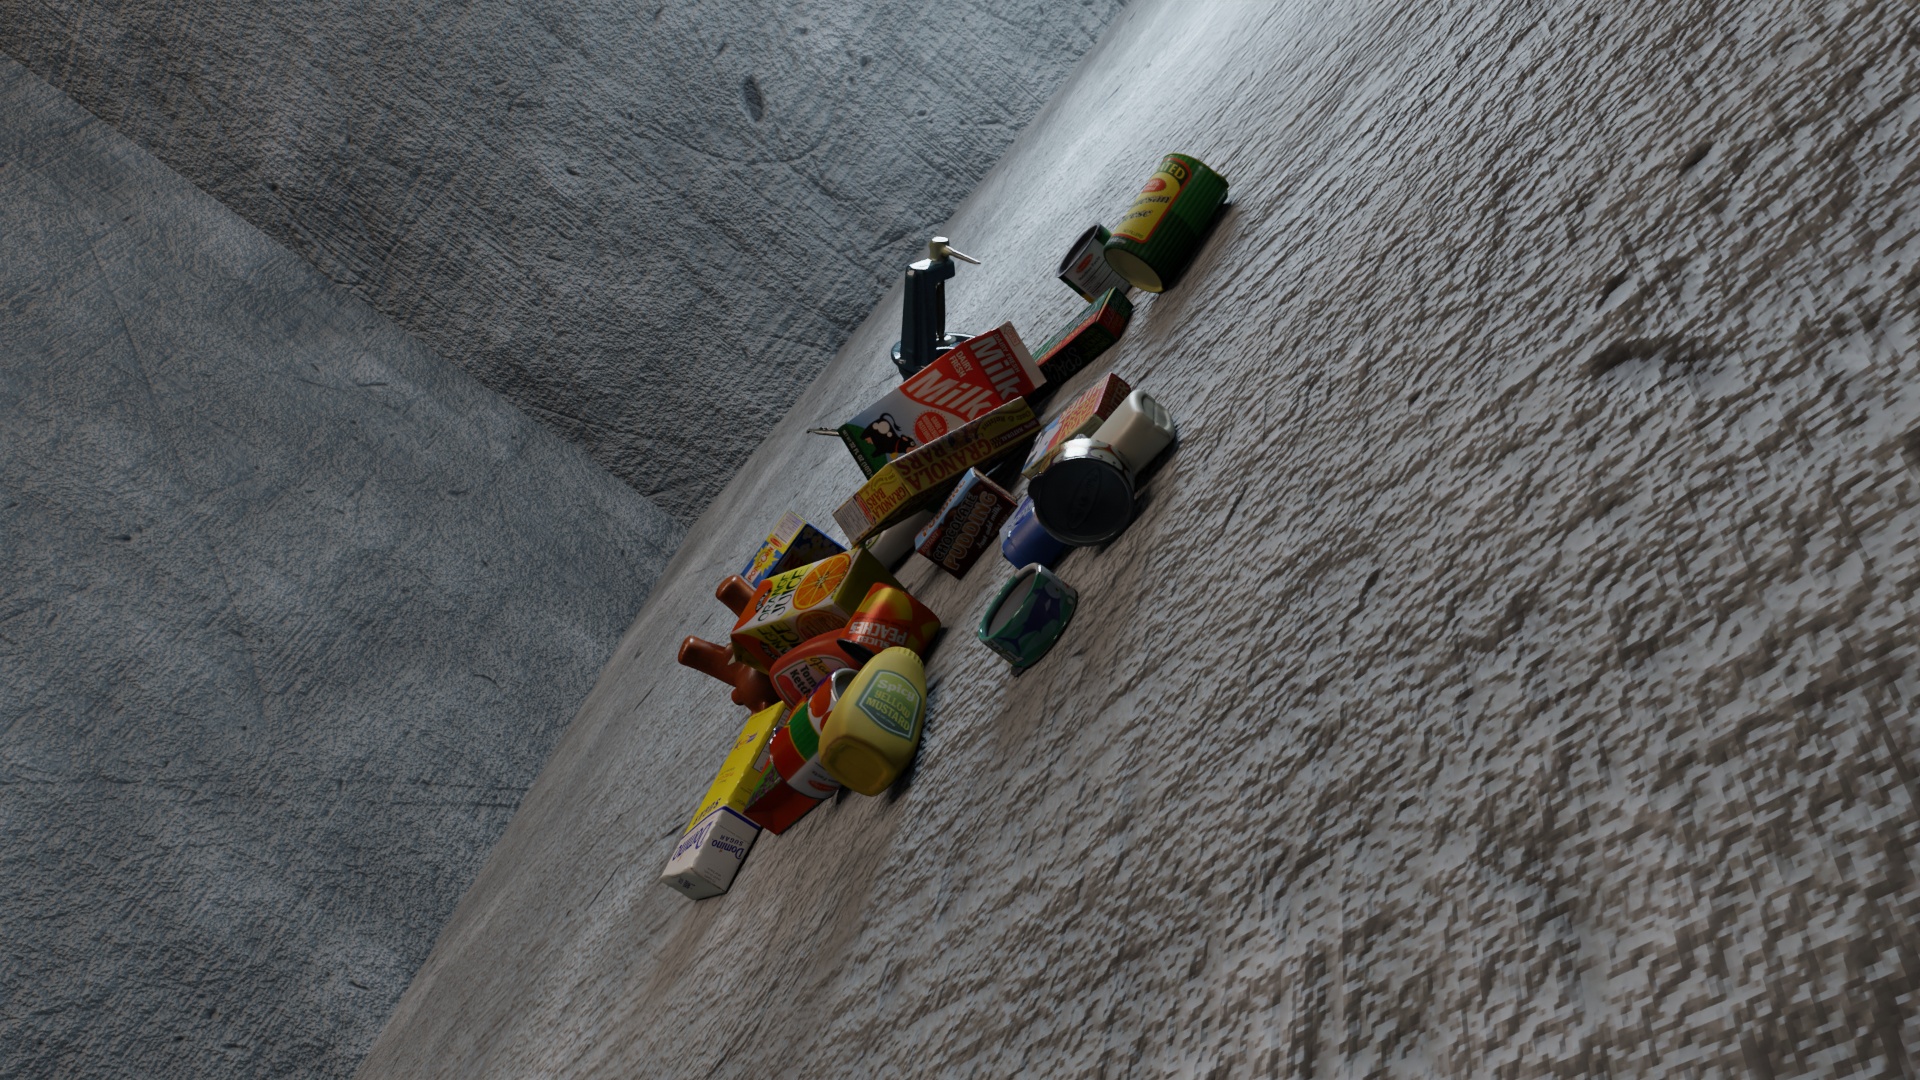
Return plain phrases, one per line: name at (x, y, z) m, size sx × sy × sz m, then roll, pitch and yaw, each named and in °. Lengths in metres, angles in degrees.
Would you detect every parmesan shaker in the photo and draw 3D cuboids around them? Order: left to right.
parmesan shaker at (0.179, -0.275, 1.207) m, size 0.103 × 0.071 × 0.071 m, roll -56°, pitch 13°, yaw -9°

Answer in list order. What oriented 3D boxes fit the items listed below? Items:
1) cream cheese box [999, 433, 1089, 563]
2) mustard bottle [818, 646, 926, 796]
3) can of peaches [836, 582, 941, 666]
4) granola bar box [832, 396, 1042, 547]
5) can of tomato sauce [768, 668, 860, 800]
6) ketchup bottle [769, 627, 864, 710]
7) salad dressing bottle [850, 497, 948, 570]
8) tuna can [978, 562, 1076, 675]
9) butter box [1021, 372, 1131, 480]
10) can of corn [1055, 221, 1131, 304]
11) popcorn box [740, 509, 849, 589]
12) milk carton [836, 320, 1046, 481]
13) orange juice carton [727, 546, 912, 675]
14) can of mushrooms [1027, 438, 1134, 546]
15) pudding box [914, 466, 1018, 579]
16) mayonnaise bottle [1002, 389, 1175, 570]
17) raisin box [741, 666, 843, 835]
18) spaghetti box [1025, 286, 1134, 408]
cream cheese box at (0.069, -0.030, 1.050) m, size 0.103 × 0.024 × 0.053 m, roll -50°, pitch 14°, yaw 14°
mustard bottle at (-0.056, 0.119, 1.023) m, size 0.048 × 0.065 × 0.161 m, roll -51°, pitch 9°, yaw 29°
can of peaches at (-0.058, 0.074, 1.125) m, size 0.058 × 0.071 × 0.071 m, roll -57°, pitch 14°, yaw -17°
granola bar box at (-0.020, -0.062, 1.254) m, size 0.166 × 0.039 × 0.123 m, roll -30°, pitch -4°, yaw -36°
can of tomato sauce at (-0.099, 0.148, 1.077) m, size 0.082 × 0.071 × 0.071 m, roll -47°, pitch 15°, yaw 24°
ketchup bottle at (-0.102, 0.105, 1.220) m, size 0.148 × 0.064 × 0.044 m, roll -32°, pitch 10°, yaw 38°
salad dressing bottle at (-0.054, -0.020, 1.401) m, size 0.147 × 0.044 × 0.064 m, roll -45°, pitch 15°, yaw 32°
tuna can at (0.042, 0.051, 0.919) m, size 0.071 × 0.033 × 0.071 m, roll -49°, pitch 14°, yaw 16°
butter box at (0.093, -0.088, 1.115) m, size 0.103 × 0.024 × 0.053 m, roll -39°, pitch 20°, yaw 47°
can of corn at (0.135, -0.264, 1.342) m, size 0.071 × 0.058 × 0.071 m, roll -50°, pitch 14°, yaw 17°
popcorn box at (-0.158, 0.033, 1.448) m, size 0.038 × 0.126 × 0.085 m, roll 34°, pitch 87°, yaw 41°
milk carton at (-0.014, -0.128, 1.323) m, size 0.190 × 0.072 × 0.073 m, roll -32°, pitch -4°, yaw 14°
orange juice carton at (-0.145, 0.074, 1.306) m, size 0.192 × 0.073 × 0.072 m, roll -18°, pitch 34°, yaw 40°
can of mushrooms at (0.080, -0.033, 0.921) m, size 0.070 × 0.071 × 0.033 m, roll -47°, pitch 13°, yaw 27°
pudding box at (0.004, -0.015, 1.178) m, size 0.083 × 0.049 × 0.030 m, roll -51°, pitch 15°, yaw 12°
mayonnaise bottle at (0.088, -0.037, 0.972) m, size 0.147 × 0.041 × 0.065 m, roll -49°, pitch 9°, yaw 23°
raisin box at (-0.129, 0.176, 1.174) m, size 0.085 × 0.040 × 0.124 m, roll -43°, pitch 16°, yaw 40°
spaghetti box at (0.080, -0.164, 1.339) m, size 0.249 × 0.028 × 0.050 m, roll -34°, pitch 23°, yaw 54°
